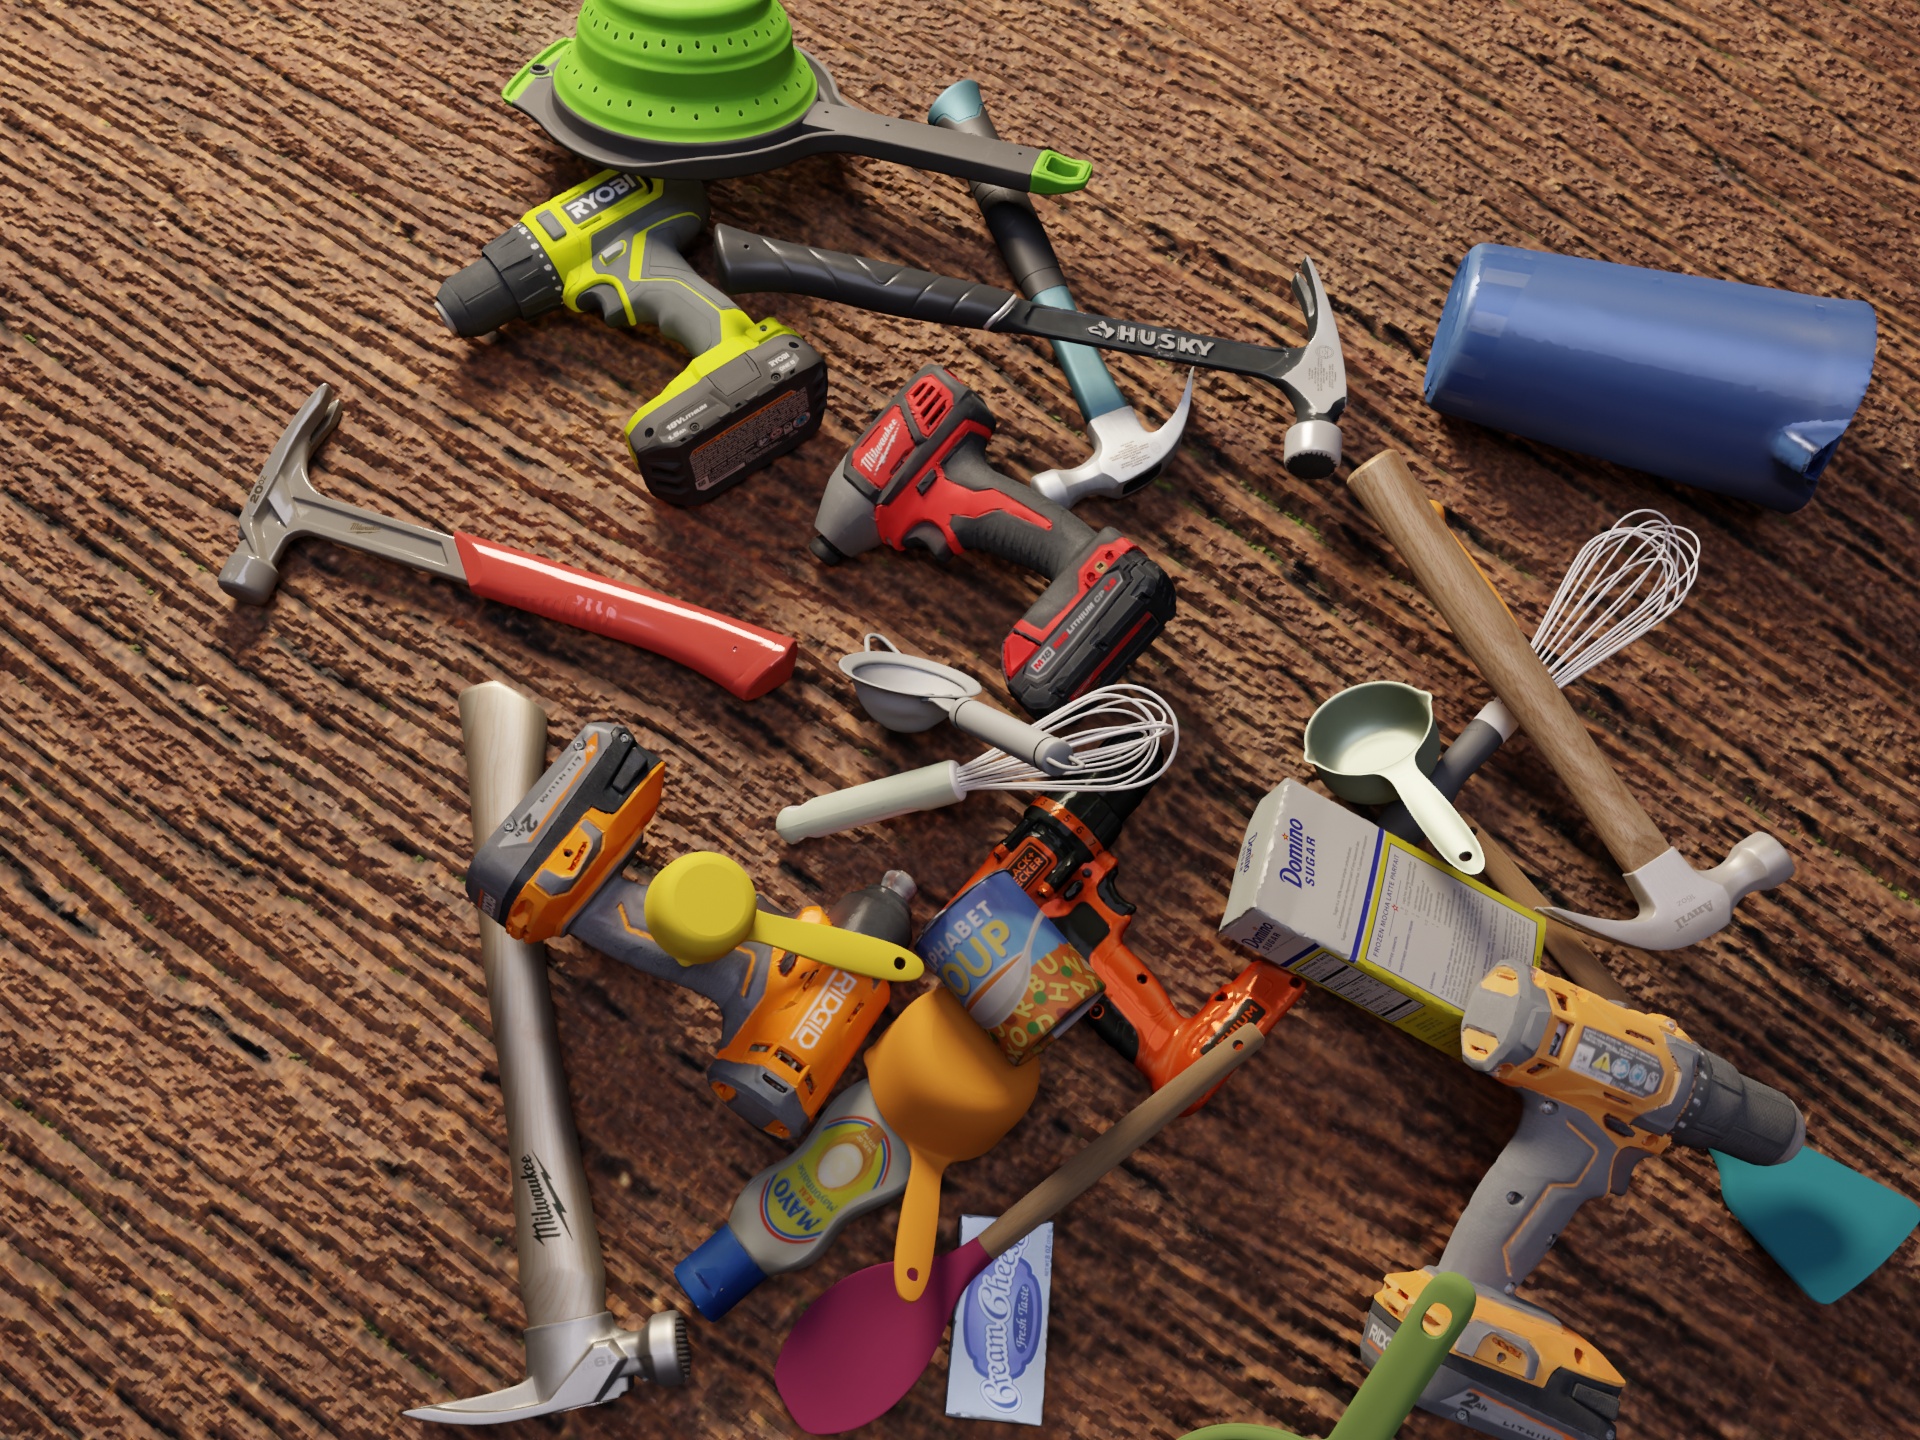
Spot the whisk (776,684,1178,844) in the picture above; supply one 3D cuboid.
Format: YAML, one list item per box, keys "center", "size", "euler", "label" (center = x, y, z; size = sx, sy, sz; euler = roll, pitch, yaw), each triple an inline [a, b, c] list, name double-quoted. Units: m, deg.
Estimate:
- center: [0.006, 0.033, 0.916]
  size: [0.246, 0.058, 0.059]
  euler: [-16, 89, 15]
  label: "whisk"

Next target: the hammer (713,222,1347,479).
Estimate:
- center: [0.046, -0.258, 1.002]
  size: [0.409, 0.036, 0.149]
  euler: [10, 69, -5]
  label: "hammer"

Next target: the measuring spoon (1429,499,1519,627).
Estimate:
- center: [0.325, -0.093, 1.011]
  size: [0.021, 0.011, 0.117]
  euler: [-25, 73, -9]
  label: "measuring spoon"

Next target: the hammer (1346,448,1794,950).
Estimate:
- center: [0.329, -0.014, 0.924]
  size: [0.130, 0.031, 0.331]
  euler: [-32, 80, -3]
  label: "hammer"

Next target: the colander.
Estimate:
- center: [-0.103, -0.428, 1.040]
  size: [0.397, 0.094, 0.205]
  euler: [14, 47, 7]
  label: "colander"

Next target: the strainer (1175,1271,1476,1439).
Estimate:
- center: [0.184, 0.372, 0.782]
  size: [0.152, 0.069, 0.256]
  euler: [33, 101, 24]
  label: "strainer"

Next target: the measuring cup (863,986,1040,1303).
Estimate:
- center: [-0.005, 0.216, 0.835]
  size: [0.095, 0.052, 0.174]
  euler: [25, 41, -13]
  label: "measuring cup"

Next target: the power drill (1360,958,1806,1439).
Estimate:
- center: [0.325, 0.259, 0.824]
  size: [0.185, 0.084, 0.226]
  euler: [23, 85, -7]
  label: "power drill"

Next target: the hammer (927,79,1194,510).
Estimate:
- center: [0.053, -0.296, 1.069]
  size: [0.128, 0.033, 0.331]
  euler: [-21, 72, -7]
  label: "hammer"

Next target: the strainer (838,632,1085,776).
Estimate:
- center: [-0.001, -0.003, 0.888]
  size: [0.086, 0.259, 0.050]
  euler: [3, 101, -27]
  label: "strainer"

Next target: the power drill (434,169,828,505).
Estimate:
- center: [-0.212, -0.253, 1.030]
  size: [0.190, 0.080, 0.229]
  euler: [-34, 71, -13]
  label: "power drill"

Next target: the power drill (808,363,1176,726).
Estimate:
- center: [0.012, -0.103, 0.971]
  size: [0.220, 0.078, 0.143]
  euler: [44, 96, 19]
  label: "power drill"

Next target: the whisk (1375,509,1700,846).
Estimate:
- center: [0.345, -0.022, 0.967]
  size: [0.070, 0.070, 0.284]
  euler: [43, 81, 13]
  label: "whisk"

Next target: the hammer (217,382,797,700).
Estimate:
- center: [-0.272, -0.096, 0.994]
  size: [0.359, 0.036, 0.149]
  euler: [17, 71, 6]
  label: "hammer"

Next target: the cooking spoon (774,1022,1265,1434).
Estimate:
- center: [0.034, 0.264, 0.842]
  size: [0.319, 0.017, 0.069]
  euler: [-38, 62, -1]
  label: "cooking spoon"

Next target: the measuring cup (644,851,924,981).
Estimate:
- center: [-0.088, 0.110, 0.841]
  size: [0.156, 0.029, 0.062]
  euler: [17, 65, -14]
  label: "measuring cup"

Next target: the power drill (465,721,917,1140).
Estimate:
- center: [-0.138, 0.103, 0.886]
  size: [0.226, 0.084, 0.164]
  euler: [36, 62, -2]
  label: "power drill"

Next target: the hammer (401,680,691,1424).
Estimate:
- center: [-0.256, 0.174, 0.899]
  size: [0.146, 0.038, 0.411]
  euler: [-12, 71, -3]
  label: "hammer"

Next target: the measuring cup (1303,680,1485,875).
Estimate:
- center: [0.257, 0.042, 0.909]
  size: [0.083, 0.038, 0.168]
  euler: [-28, 39, 4]
  label: "measuring cup"

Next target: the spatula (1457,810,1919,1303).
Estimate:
- center: [0.390, 0.174, 0.901]
  size: [0.082, 0.044, 0.318]
  euler: [-33, 73, -14]
  label: "spatula"
